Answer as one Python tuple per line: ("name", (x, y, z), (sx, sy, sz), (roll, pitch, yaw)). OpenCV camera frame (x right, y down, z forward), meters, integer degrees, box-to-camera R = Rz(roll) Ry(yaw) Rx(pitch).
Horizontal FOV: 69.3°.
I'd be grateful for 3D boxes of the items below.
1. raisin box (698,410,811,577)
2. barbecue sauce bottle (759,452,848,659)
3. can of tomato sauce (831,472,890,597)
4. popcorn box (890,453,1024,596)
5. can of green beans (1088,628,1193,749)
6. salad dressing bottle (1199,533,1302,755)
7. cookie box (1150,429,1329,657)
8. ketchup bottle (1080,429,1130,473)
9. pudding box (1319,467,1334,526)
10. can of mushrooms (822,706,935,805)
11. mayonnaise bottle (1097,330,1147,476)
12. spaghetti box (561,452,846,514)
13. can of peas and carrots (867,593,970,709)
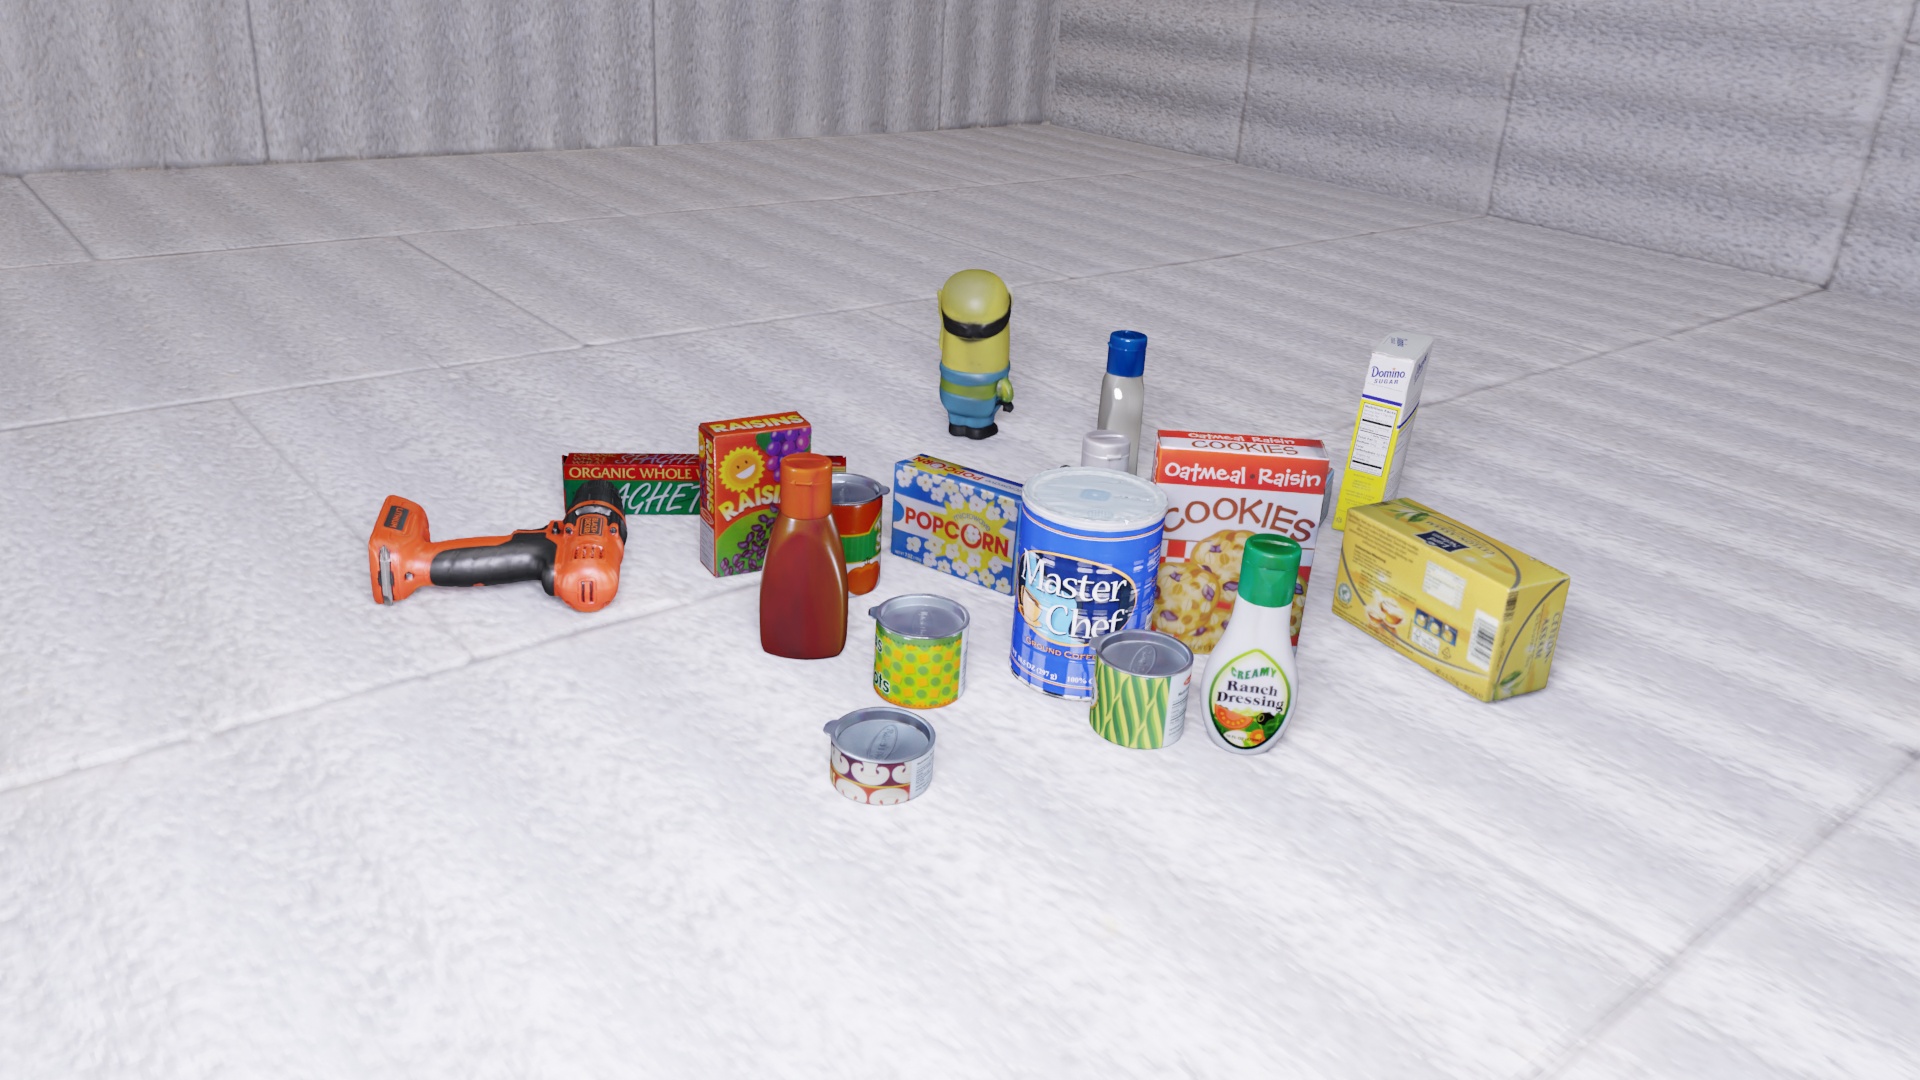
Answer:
("raisin box", (-0.167, -0.038, 1.132), (0.086, 0.122, 0.040), (-9, 27, -27))
("barbecue sauce bottle", (-0.112, 0.012, 0.998), (0.065, 0.147, 0.044), (3, 24, -1))
("can of tomato sauce", (-0.094, -0.004, 1.117), (0.071, 0.082, 0.071), (3, 24, -1))
("popcorn box", (0.004, -0.014, 1.151), (0.127, 0.084, 0.038), (19, 28, 30))
("can of green beans", (0.122, 0.101, 0.944), (0.071, 0.057, 0.071), (3, 24, -1))
("salad dressing bottle", (0.195, 0.069, 0.917), (0.064, 0.147, 0.044), (7, 24, 8))
("cookie box", (0.199, 0.004, 1.038), (0.123, 0.166, 0.040), (4, 24, 0))
("ketchup bottle", (0.107, -0.011, 1.080), (0.065, 0.148, 0.044), (-3, 25, -16))
("pudding box", (0.322, -0.036, 1.289), (0.030, 0.049, 0.084), (14, 26, 21))
("can of mushrooms", (-0.052, 0.134, 0.873), (0.071, 0.033, 0.071), (3, 24, -1))
("mayonnaise bottle", (0.157, -0.129, 1.352), (0.041, 0.147, 0.065), (0, 24, -7))
("spaghetti box", (-0.227, -0.050, 1.239), (0.250, 0.050, 0.029), (0, 24, -8))
("can of peas and carrots", (-0.030, 0.077, 0.973), (0.071, 0.058, 0.071), (3, 24, -1))
